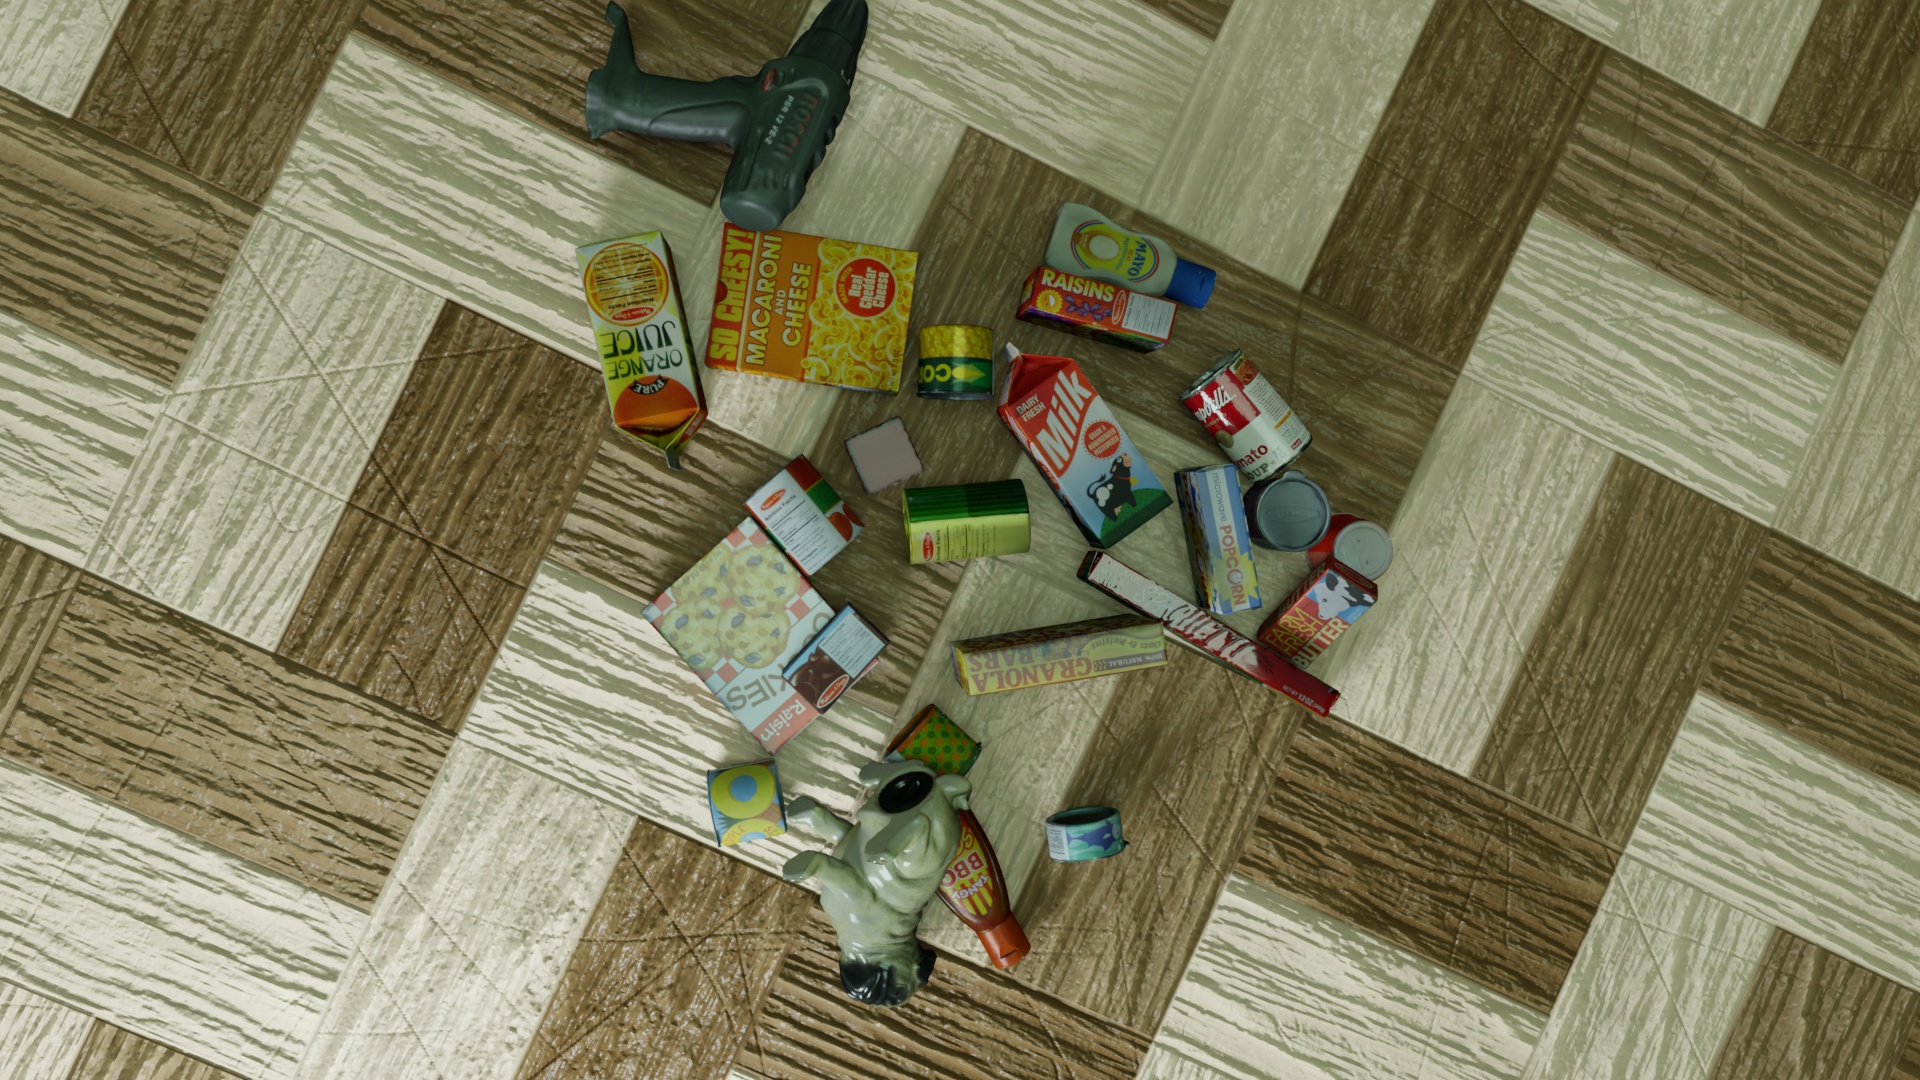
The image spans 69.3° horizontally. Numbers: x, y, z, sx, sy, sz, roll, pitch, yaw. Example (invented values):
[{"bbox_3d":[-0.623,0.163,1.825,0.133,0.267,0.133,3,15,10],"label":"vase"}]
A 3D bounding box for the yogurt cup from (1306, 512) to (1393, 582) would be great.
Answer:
[{"bbox_3d":[0.347,0.009,1.231,0.072,0.054,0.072,0,91,-5],"label":"yogurt cup"}]

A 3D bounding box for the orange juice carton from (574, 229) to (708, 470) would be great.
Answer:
[{"bbox_3d":[-0.260,-0.153,1.161,0.073,0.072,0.192,-13,92,-5],"label":"orange juice carton"}]

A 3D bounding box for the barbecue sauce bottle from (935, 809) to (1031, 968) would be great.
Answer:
[{"bbox_3d":[0.010,0.299,1.205,0.065,0.044,0.148,-30,94,1],"label":"barbecue sauce bottle"}]

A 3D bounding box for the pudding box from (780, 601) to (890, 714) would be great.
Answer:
[{"bbox_3d":[-0.104,0.097,1.158,0.049,0.030,0.084,43,86,-5],"label":"pudding box"}]

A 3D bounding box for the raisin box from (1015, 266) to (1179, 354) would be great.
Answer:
[{"bbox_3d":[0.115,-0.197,1.190,0.123,0.086,0.040,14,91,-6],"label":"raisin box"}]

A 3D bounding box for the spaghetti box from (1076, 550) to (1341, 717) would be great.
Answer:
[{"bbox_3d":[0.216,0.081,1.221,0.250,0.050,0.028,30,87,-5],"label":"spaghetti box"}]

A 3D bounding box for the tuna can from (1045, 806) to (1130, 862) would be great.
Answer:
[{"bbox_3d":[0.110,0.253,1.204,0.071,0.071,0.033,-8,91,-5],"label":"tuna can"}]

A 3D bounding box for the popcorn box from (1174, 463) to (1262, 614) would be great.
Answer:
[{"bbox_3d":[0.222,-0.003,1.203,0.038,0.085,0.126,-11,92,-4],"label":"popcorn box"}]

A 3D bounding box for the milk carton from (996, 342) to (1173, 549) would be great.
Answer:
[{"bbox_3d":[0.094,-0.089,1.196,0.073,0.072,0.190,-36,94,-4],"label":"milk carton"}]

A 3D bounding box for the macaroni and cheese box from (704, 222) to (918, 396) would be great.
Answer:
[{"bbox_3d":[-0.127,-0.197,1.189,0.166,0.040,0.123,8,89,-6],"label":"macaroni and cheese box"}]

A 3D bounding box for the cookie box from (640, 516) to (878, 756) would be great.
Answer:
[{"bbox_3d":[-0.169,0.082,1.188,0.123,0.040,0.167,-42,93,-4],"label":"cookie box"}]

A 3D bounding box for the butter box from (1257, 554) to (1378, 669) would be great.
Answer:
[{"bbox_3d":[0.311,0.064,1.215,0.053,0.024,0.103,33,126,-6],"label":"butter box"}]

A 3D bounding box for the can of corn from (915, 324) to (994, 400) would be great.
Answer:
[{"bbox_3d":[-0.006,-0.152,1.187,0.071,0.071,0.058,1,90,-6],"label":"can of corn"}]

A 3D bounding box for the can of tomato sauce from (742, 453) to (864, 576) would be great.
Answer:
[{"bbox_3d":[-0.131,-0.022,1.179,0.071,0.071,0.083,-41,95,-4],"label":"can of tomato sauce"}]

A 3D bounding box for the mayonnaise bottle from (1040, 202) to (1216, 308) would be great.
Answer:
[{"bbox_3d":[0.149,-0.244,1.215,0.148,0.041,0.065,18,87,-5],"label":"mayonnaise bottle"}]

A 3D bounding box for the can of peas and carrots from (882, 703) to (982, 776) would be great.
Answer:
[{"bbox_3d":[-0.023,0.181,1.191,0.058,0.071,0.071,43,87,-4],"label":"can of peas and carrots"}]

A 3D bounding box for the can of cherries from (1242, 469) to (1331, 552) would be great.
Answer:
[{"bbox_3d":[0.285,-0.026,1.223,0.071,0.058,0.071,0,91,-5],"label":"can of cherries"}]

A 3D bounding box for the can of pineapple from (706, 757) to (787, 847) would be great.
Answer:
[{"bbox_3d":[-0.180,0.223,1.174,0.058,0.071,0.071,-10,92,-6],"label":"can of pineapple"}]

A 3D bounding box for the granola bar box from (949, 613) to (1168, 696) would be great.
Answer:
[{"bbox_3d":[0.079,0.095,1.170,0.166,0.124,0.039,-9,91,-5],"label":"granola bar box"}]

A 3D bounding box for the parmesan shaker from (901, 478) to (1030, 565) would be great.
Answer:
[{"bbox_3d":[0.004,-0.015,1.193,0.103,0.071,0.071,-5,91,-6],"label":"parmesan shaker"}]
